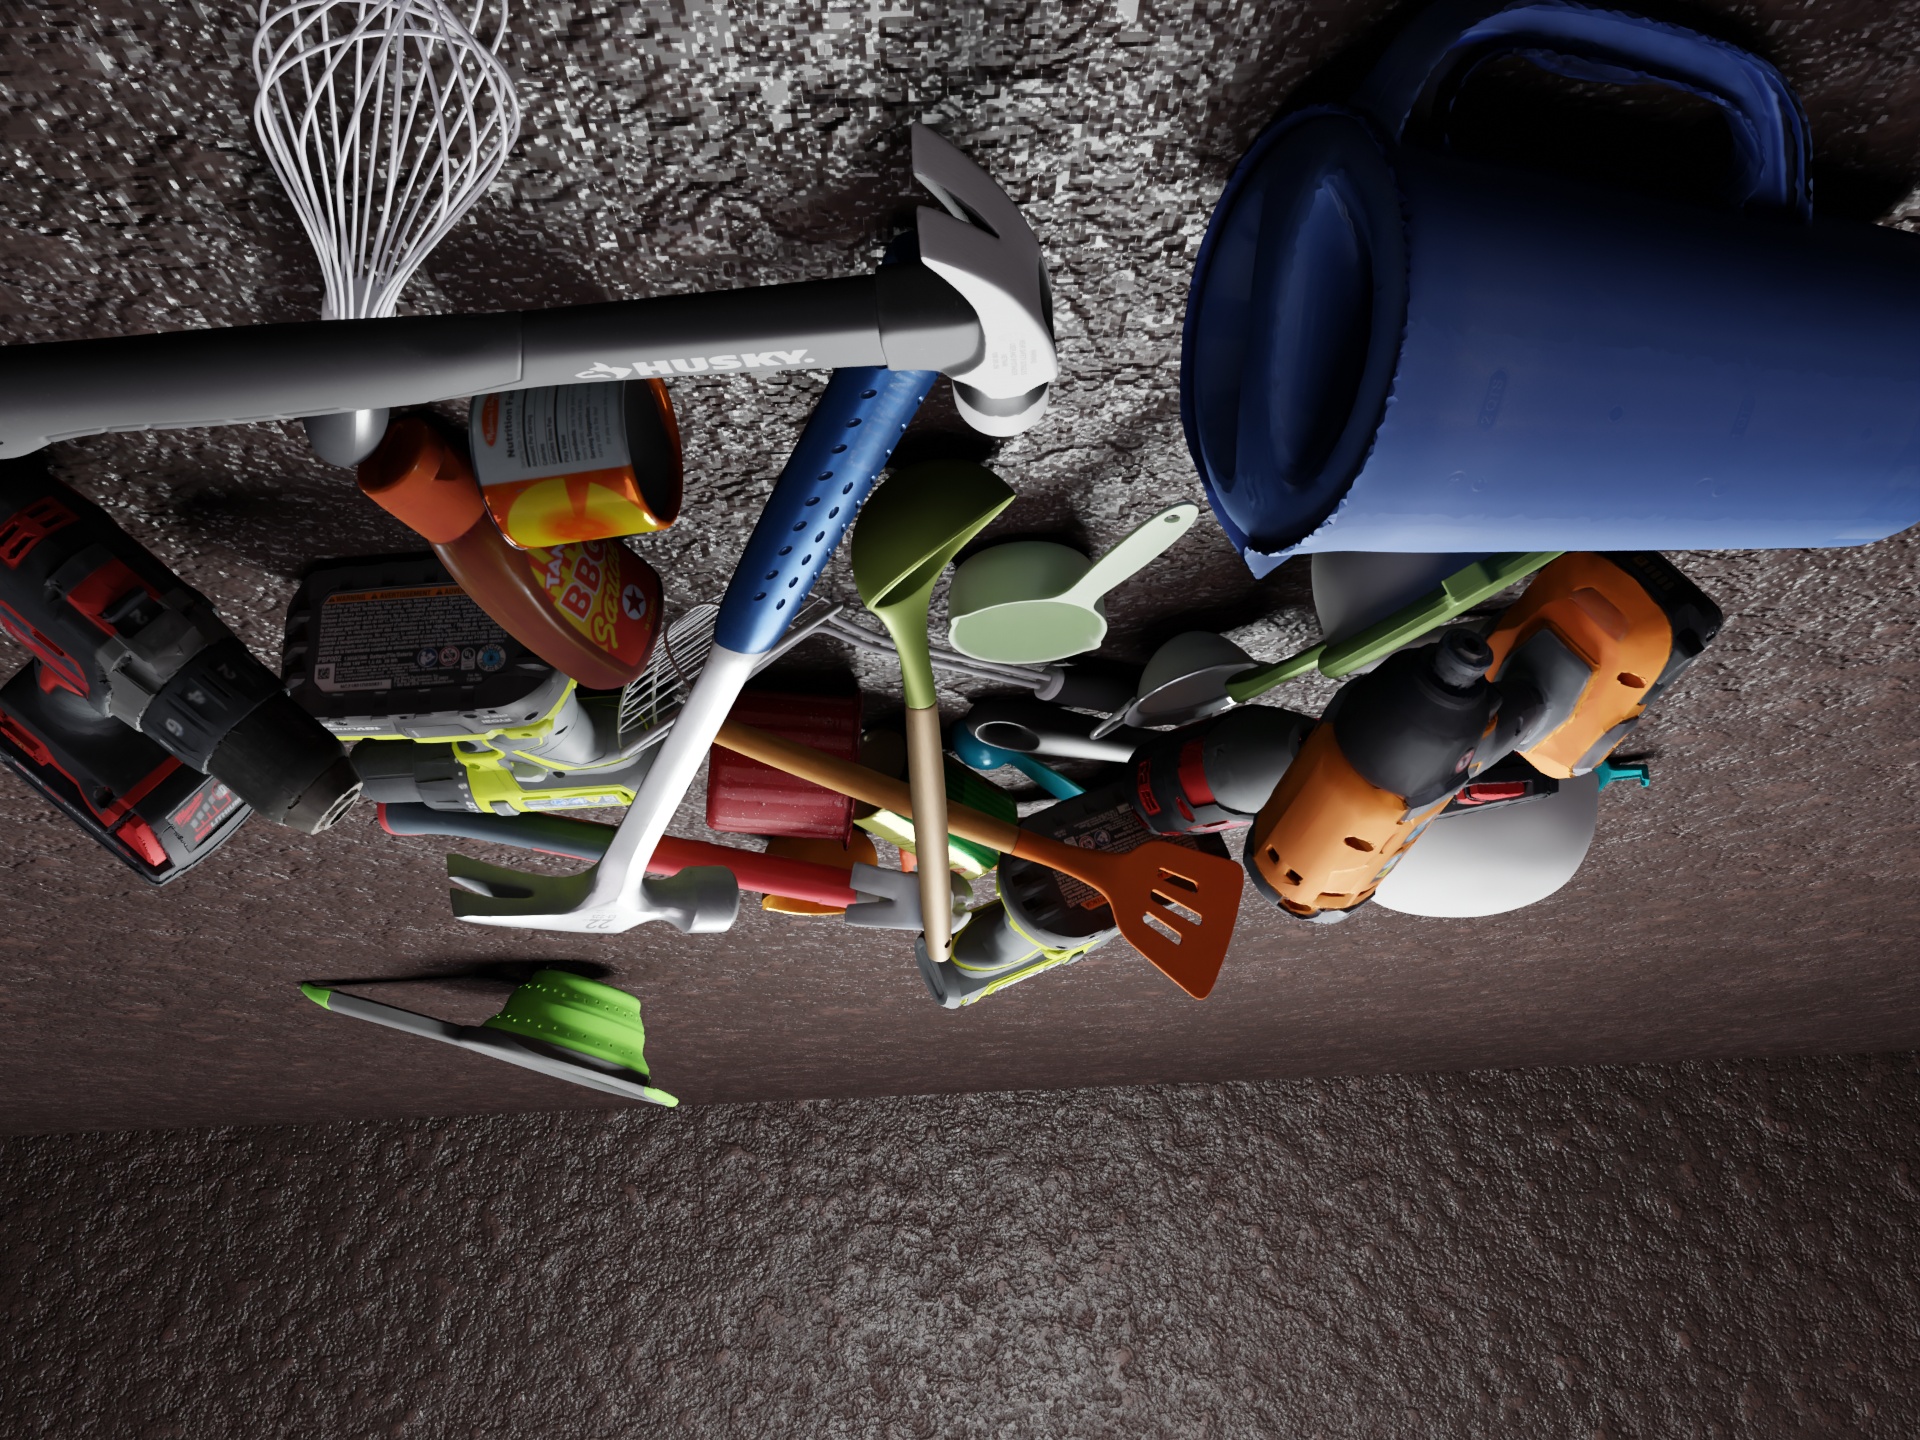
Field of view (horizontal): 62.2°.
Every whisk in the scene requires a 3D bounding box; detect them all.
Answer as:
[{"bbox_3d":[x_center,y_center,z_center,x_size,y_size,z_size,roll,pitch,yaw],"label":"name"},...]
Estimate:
[{"bbox_3d":[0.145,0.022,0.975,0.295,0.073,0.073,9,157,-14],"label":"whisk"},{"bbox_3d":[-0.185,-0.142,0.493,0.070,0.070,0.284,6,163,-23],"label":"whisk"}]

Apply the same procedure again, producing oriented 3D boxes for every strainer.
[{"bbox_3d":[0.193,-0.033,0.855,0.258,0.050,0.086,-9,163,0],"label":"strainer"},{"bbox_3d":[0.300,0.083,1.101,0.340,0.095,0.211,6,158,-26],"label":"strainer"},{"bbox_3d":[0.179,-0.069,0.701,0.151,0.069,0.256,-30,178,-28],"label":"strainer"}]

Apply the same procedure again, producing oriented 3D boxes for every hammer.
[{"bbox_3d":[-0.140,-0.107,0.456,0.335,0.035,0.146,-4,172,3],"label":"hammer"},{"bbox_3d":[-0.098,-0.026,0.650,0.144,0.035,0.405,3,141,-31],"label":"hammer"},{"bbox_3d":[-0.194,0.075,0.934,0.386,0.038,0.143,8,175,22],"label":"hammer"}]

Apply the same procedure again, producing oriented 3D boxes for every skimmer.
[{"bbox_3d":[-0.001,-0.003,0.835,0.363,0.090,0.127,10,156,-32],"label":"skimmer"}]

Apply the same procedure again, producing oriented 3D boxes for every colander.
[{"bbox_3d":[-0.464,0.287,1.596,0.397,0.094,0.204,14,161,7],"label":"colander"}]

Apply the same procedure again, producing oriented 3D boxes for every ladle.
[{"bbox_3d":[-0.008,0.015,0.752,0.062,0.078,0.319,29,141,30],"label":"ladle"}]

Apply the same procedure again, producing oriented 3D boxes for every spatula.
[{"bbox_3d":[0.004,0.058,0.854,0.322,0.081,0.041,21,163,-4],"label":"spatula"}]

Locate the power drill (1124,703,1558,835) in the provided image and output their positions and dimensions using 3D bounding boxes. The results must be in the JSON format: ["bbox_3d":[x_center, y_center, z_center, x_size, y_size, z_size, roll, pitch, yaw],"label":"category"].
[{"bbox_3d":[0.214,0.020,0.868,0.219,0.078,0.143,-4,170,-30],"label":"power drill"}]

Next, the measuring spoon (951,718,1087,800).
[{"bbox_3d":[0.047,0.040,0.992,0.128,0.021,0.042,33,145,-22],"label":"measuring spoon"}]

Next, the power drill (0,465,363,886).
[{"bbox_3d":[-0.357,0.002,0.715,0.188,0.080,0.226,41,149,-6],"label":"power drill"}]

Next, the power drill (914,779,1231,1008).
[{"bbox_3d":[0.074,0.108,0.994,0.171,0.080,0.223,-19,165,-19],"label":"power drill"}]

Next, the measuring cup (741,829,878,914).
[{"bbox_3d":[-0.119,0.097,1.149,0.095,0.052,0.173,-10,157,18],"label":"measuring cup"}]

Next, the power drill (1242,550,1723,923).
[{"bbox_3d":[0.239,-0.010,0.711,0.226,0.084,0.164,-26,154,-32],"label":"power drill"}]

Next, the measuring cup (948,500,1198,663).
[{"bbox_3d":[0.054,-0.074,0.730,0.083,0.038,0.167,9,155,-29],"label":"measuring cup"}]

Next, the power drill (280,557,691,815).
[{"bbox_3d":[-0.256,-0.003,0.826,0.190,0.080,0.228,-4,162,2],"label":"power drill"}]
